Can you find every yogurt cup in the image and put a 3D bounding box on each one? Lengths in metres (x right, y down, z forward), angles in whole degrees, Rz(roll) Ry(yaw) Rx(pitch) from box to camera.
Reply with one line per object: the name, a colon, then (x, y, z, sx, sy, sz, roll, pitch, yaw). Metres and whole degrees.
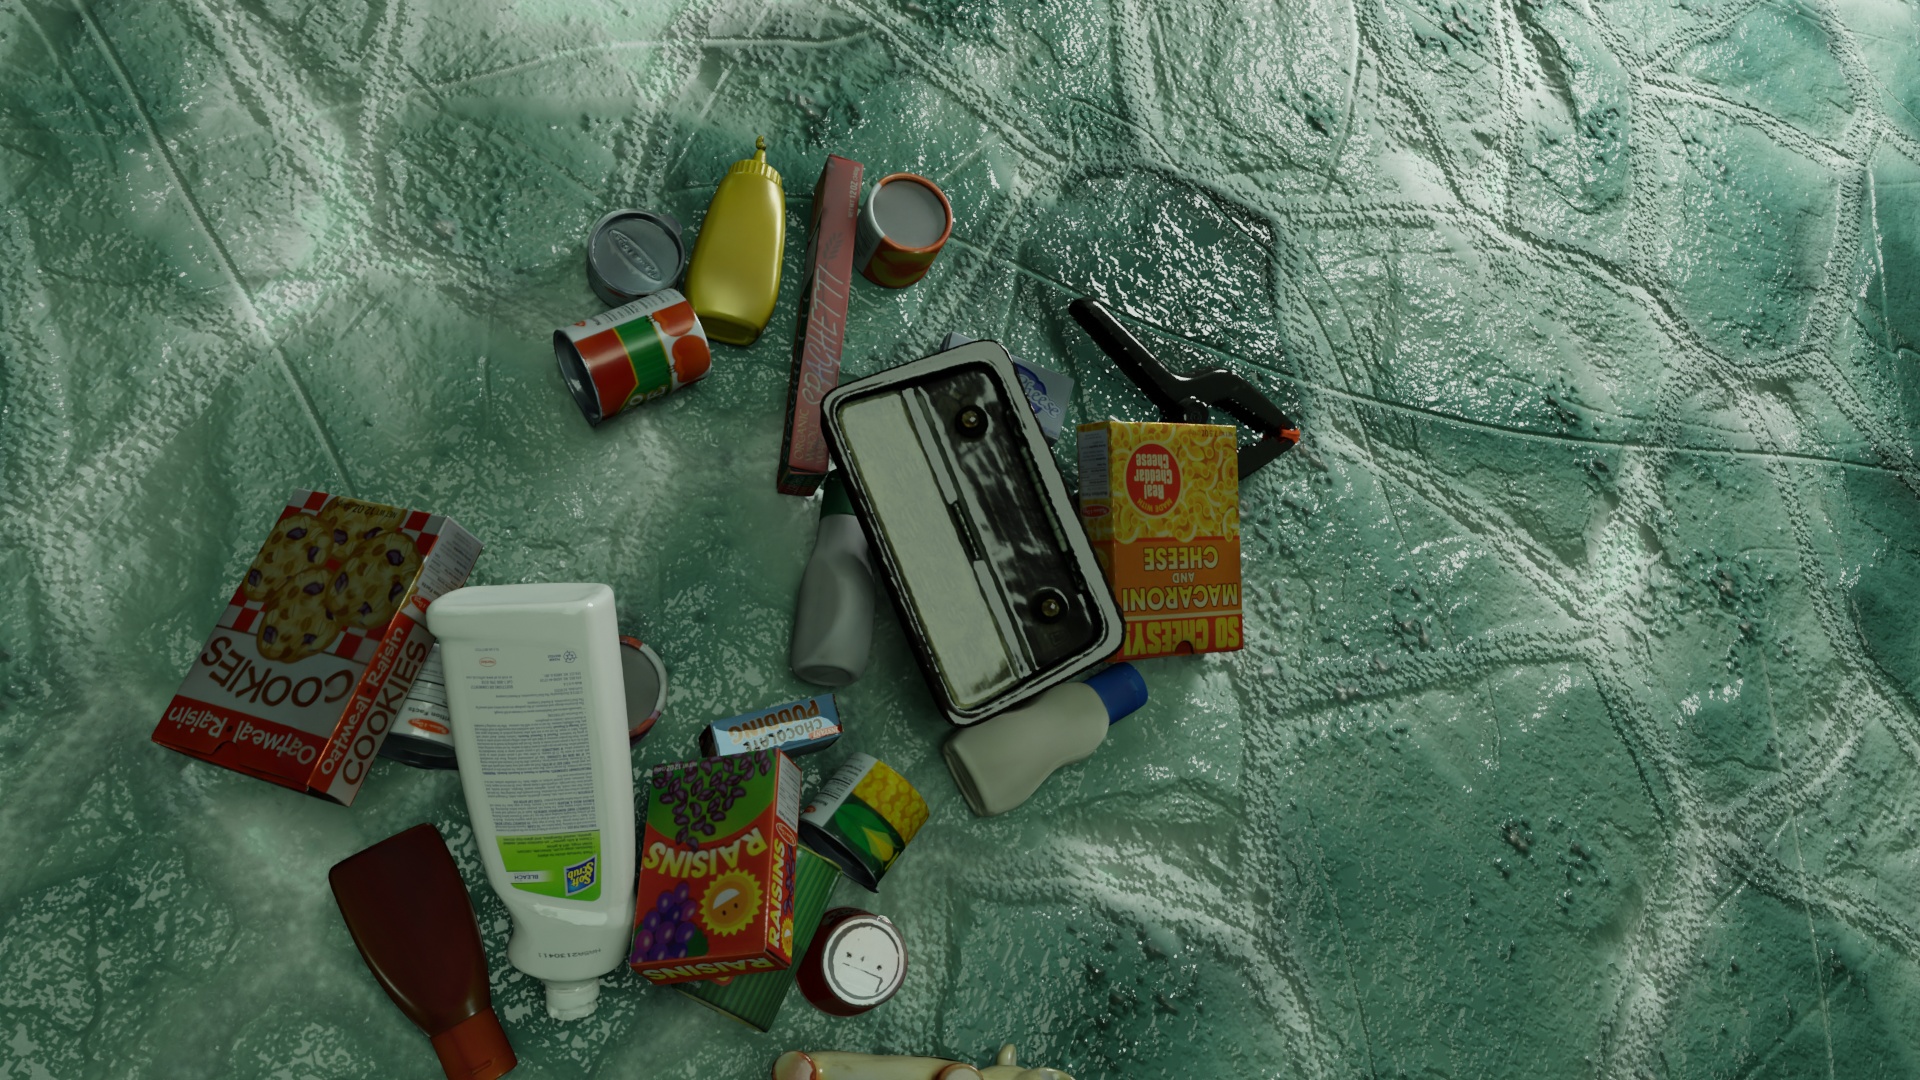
yogurt cup: (-0.066, 0.261, 0.863, 0.072, 0.053, 0.072, 5, 72, -17)

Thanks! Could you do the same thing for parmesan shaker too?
parmesan shaker: (-0.121, 0.236, 0.841, 0.071, 0.071, 0.103, 29, 66, -9)

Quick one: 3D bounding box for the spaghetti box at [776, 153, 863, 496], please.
spaghetti box: (-0.100, -0.154, 0.988, 0.029, 0.050, 0.251, 10, 70, -15)

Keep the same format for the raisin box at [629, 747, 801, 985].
raisin box: (-0.142, 0.190, 0.813, 0.086, 0.040, 0.124, -10, 55, 12)

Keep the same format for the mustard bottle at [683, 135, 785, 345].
mustard bottle: (-0.154, -0.219, 0.991, 0.065, 0.048, 0.161, 15, 68, -16)

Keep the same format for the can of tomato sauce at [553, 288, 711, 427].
can of tomato sauce: (-0.218, -0.122, 0.928, 0.083, 0.071, 0.071, -27, 84, -25)

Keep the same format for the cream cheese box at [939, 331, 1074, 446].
cream cheese box: (0.030, -0.112, 1.034, 0.104, 0.024, 0.053, 20, 67, -12)

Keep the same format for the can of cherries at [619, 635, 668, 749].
can of cherries: (-0.220, 0.097, 0.859, 0.071, 0.058, 0.071, 6, 71, -18)

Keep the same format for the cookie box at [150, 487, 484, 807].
cookie box: (-0.367, 0.057, 0.796, 0.123, 0.040, 0.168, 10, 65, 23)

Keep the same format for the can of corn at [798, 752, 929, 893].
can of corn: (-0.060, 0.179, 0.885, 0.071, 0.071, 0.058, 42, 65, -3)

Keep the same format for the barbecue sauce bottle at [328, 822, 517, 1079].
barbecue sauce bottle: (-0.301, 0.240, 0.792, 0.065, 0.043, 0.148, -25, 83, -24)

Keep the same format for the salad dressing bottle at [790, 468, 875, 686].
salad dressing bottle: (-0.081, 0.022, 0.934, 0.044, 0.064, 0.148, 24, 58, -32)

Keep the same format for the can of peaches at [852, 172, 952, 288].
can of peaches: (-0.043, -0.229, 1.028, 0.071, 0.058, 0.071, 6, 71, -17)

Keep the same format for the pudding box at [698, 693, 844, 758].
pudding box: (-0.122, 0.125, 0.889, 0.084, 0.049, 0.030, -12, 76, -22)

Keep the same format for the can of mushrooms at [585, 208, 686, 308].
can of mushrooms: (-0.225, -0.195, 0.967, 0.071, 0.033, 0.071, 6, 71, -17)

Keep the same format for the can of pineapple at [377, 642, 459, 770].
can of pineapple: (-0.315, 0.098, 0.821, 0.071, 0.070, 0.058, 15, 63, -14)

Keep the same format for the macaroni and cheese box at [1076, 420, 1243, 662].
macaroni and cheese box: (0.144, 0.000, 0.992, 0.124, 0.040, 0.166, -1, 88, -34)

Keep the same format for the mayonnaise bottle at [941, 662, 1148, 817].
mayonnaise bottle: (0.063, 0.131, 0.958, 0.149, 0.041, 0.065, -26, 84, -26)
